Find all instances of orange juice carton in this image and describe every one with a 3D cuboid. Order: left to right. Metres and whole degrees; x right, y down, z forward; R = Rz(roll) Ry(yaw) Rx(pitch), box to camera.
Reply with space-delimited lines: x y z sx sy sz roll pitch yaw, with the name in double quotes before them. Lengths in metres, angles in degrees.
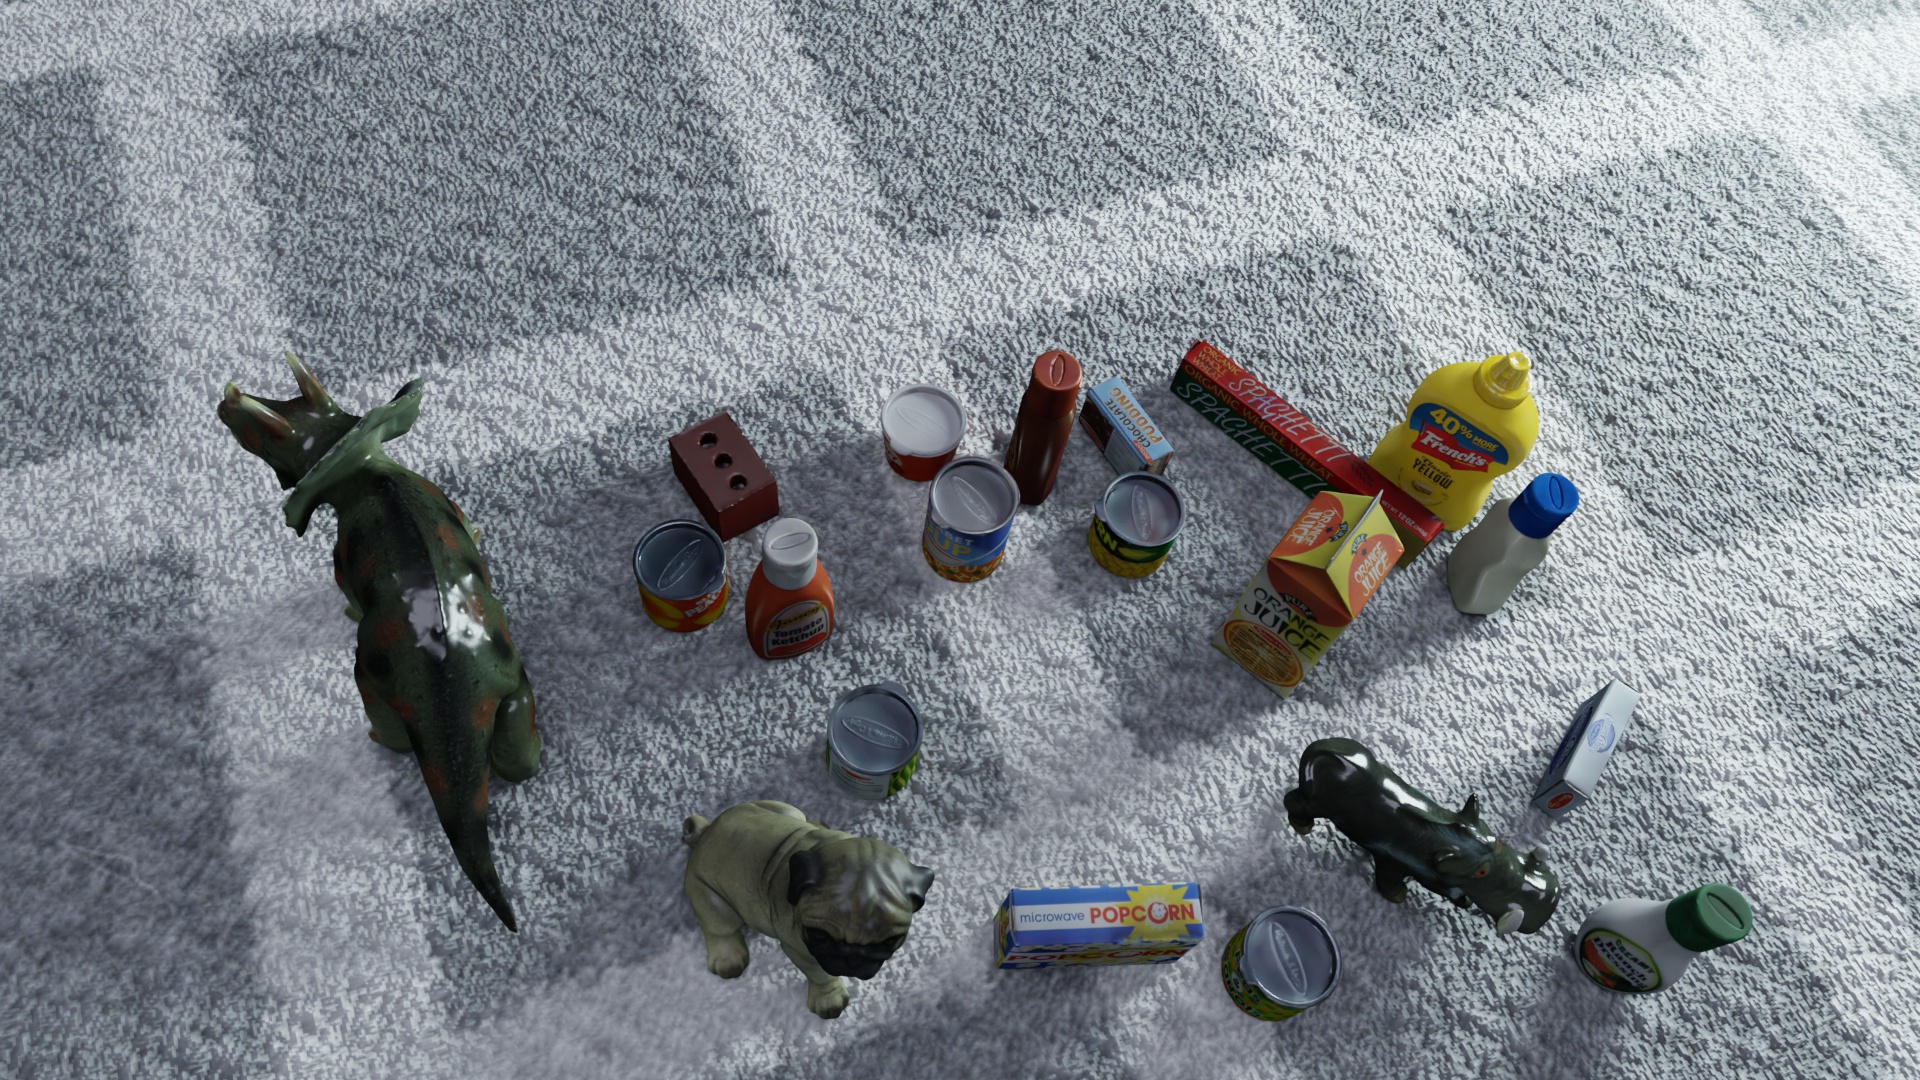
"orange juice carton" 0.251 0.034 0.995 0.073 0.191 0.072 38 64 13

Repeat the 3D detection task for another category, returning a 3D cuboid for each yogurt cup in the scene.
"yogurt cup" -0.031 -0.083 1.103 0.072 0.053 0.073 3 61 -5

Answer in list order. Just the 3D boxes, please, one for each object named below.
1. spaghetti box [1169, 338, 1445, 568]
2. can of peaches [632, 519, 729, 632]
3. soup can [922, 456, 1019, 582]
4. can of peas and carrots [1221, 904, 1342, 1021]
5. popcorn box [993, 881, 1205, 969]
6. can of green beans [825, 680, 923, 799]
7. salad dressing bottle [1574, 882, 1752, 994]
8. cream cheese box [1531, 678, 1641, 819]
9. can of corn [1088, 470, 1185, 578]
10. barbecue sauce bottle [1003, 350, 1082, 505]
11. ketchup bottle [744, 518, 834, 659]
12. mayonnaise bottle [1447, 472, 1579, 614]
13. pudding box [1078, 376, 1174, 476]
"spaghetti box" 0.279 -0.072 1.137 0.250 0.050 0.029 40 65 14
"can of peaches" -0.202 0.028 1.019 0.071 0.057 0.071 3 61 -5
"soup can" 0.004 -0.013 1.052 0.071 0.083 0.071 3 62 -5
"can of peas and carrots" 0.211 0.285 0.930 0.071 0.058 0.071 3 61 -5
"popcorn box" 0.089 0.255 0.916 0.127 0.084 0.038 0 62 -7
"can of green beans" -0.061 0.142 0.975 0.071 0.057 0.071 3 61 -5
"salad dressing bottle" 0.465 0.262 0.922 0.044 0.147 0.064 -35 71 -22
"cream cheese box" 0.466 0.155 1.035 0.024 0.053 0.104 35 63 12
"can of corn" 0.134 -0.012 1.082 0.071 0.058 0.071 3 61 -5
"barbecue sauce bottle" 0.063 -0.088 1.063 0.044 0.147 0.065 11 61 -1
"ketchup bottle" -0.120 0.034 0.974 0.065 0.148 0.043 -18 65 -15
"mayonnaise bottle" 0.419 0.001 1.059 0.041 0.147 0.065 6 61 -4
"pudding box" 0.133 -0.086 1.127 0.030 0.049 0.084 -27 68 -19
